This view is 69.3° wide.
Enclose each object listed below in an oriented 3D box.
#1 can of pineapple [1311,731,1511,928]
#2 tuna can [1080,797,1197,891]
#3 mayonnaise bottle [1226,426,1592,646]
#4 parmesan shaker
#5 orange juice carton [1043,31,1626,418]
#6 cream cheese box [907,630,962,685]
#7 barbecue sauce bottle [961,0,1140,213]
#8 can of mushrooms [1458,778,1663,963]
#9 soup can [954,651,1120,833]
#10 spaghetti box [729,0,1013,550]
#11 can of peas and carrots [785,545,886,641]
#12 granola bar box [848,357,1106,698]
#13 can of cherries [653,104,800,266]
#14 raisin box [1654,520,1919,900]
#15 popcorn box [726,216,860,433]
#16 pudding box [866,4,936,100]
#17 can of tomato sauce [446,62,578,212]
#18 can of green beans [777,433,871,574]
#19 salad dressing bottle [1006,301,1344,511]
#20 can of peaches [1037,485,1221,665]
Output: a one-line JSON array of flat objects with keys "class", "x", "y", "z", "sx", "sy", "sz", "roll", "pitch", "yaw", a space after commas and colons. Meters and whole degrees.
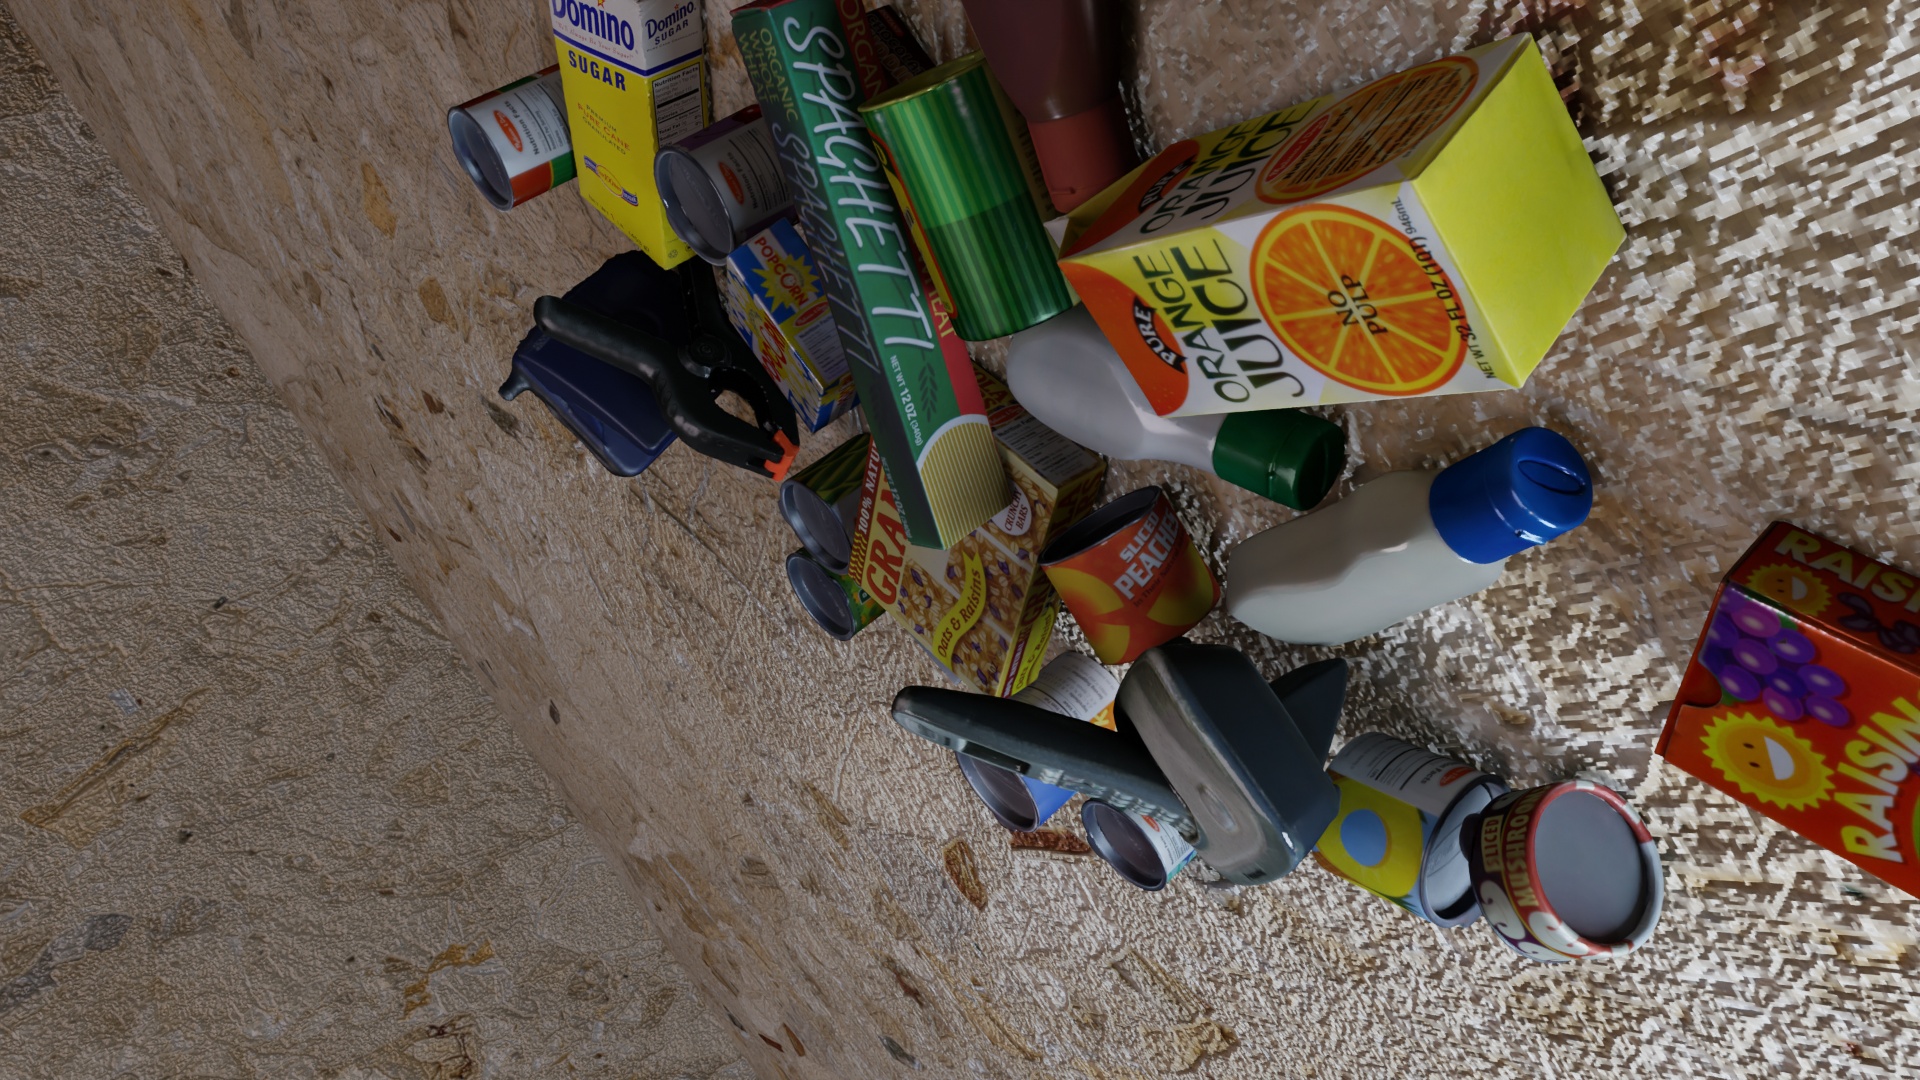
[{"class": "can of pineapple", "x": 0.189, "y": 0.122, "z": 0.586, "sx": 0.058, "sy": 0.071, "sz": 0.070, "roll": 20, "pitch": 137, "yaw": 49}, {"class": "tuna can", "x": 0.104, "y": 0.169, "z": 0.814, "sx": 0.071, "sy": 0.033, "sz": 0.070, "roll": 38, "pitch": 149, "yaw": 28}, {"class": "mayonnaise bottle", "x": 0.161, "y": 0.002, "z": 0.507, "sx": 0.065, "sy": 0.041, "sz": 0.147, "roll": 16, "pitch": 156, "yaw": -19}, {"class": "parmesan shaker", "x": 0.008, "y": -0.140, "z": 0.566, "sx": 0.071, "sy": 0.071, "sz": 0.102, "roll": 9, "pitch": 129, "yaw": 54}, {"class": "orange juice carton", "x": 0.103, "y": -0.092, "z": 0.457, "sx": 0.071, "sy": 0.073, "sz": 0.192, "roll": 52, "pitch": 155, "yaw": -23}, {"class": "cream cheese box", "x": 0.000, "y": 0.046, "z": 0.846, "sx": 0.053, "sy": 0.024, "sz": 0.103, "roll": 47, "pitch": 152, "yaw": 10}, {"class": "barbecue sauce bottle", "x": 0.030, "y": -0.193, "z": 0.501, "sx": 0.065, "sy": 0.044, "sz": 0.148, "roll": 13, "pitch": 133, "yaw": 46}, {"class": "can of mushrooms", "x": 0.228, "y": 0.124, "z": 0.527, "sx": 0.071, "sy": 0.071, "sz": 0.033, "roll": 53, "pitch": 152, "yaw": 2}, {"class": "soup can", "x": 0.049, "y": 0.114, "z": 0.781, "sx": 0.071, "sy": 0.084, "sz": 0.071, "roll": 38, "pitch": 149, "yaw": 28}, {"class": "spaghetti box", "x": -0.034, "y": -0.114, "z": 0.607, "sx": 0.028, "sy": 0.050, "sz": 0.249, "roll": 11, "pitch": 127, "yaw": 46}, {"class": "can of peas and carrots", "x": -0.068, "y": 0.020, "z": 0.885, "sx": 0.071, "sy": 0.059, "sz": 0.070, "roll": 37, "pitch": 148, "yaw": 28}, {"class": "granola bar box", "x": 0.003, "y": -0.009, "z": 0.733, "sx": 0.124, "sy": 0.039, "sz": 0.164, "roll": 40, "pitch": 140, "yaw": 25}, {"class": "can of cherries", "x": -0.118, "y": -0.186, "z": 0.727, "sx": 0.071, "sy": 0.058, "sz": 0.071, "roll": 38, "pitch": 150, "yaw": 27}, {"class": "raisin box", "x": 0.279, "y": 0.059, "z": 0.404, "sx": 0.123, "sy": 0.040, "sz": 0.085, "roll": 33, "pitch": 147, "yaw": 36}, {"class": "popcorn box", "x": -0.087, "y": -0.112, "z": 0.751, "sx": 0.085, "sy": 0.038, "sz": 0.126, "roll": 55, "pitch": 169, "yaw": 0}, {"class": "pudding box", "x": -0.041, "y": -0.193, "z": 0.627, "sx": 0.049, "sy": 0.030, "sz": 0.083, "roll": 53, "pitch": 153, "yaw": 3}, {"class": "can of tomato sauce", "x": -0.259, "y": -0.248, "z": 0.850, "sx": 0.071, "sy": 0.083, "sz": 0.070, "roll": 38, "pitch": 149, "yaw": 28}, {"class": "can of green beans", "x": -0.065, "y": -0.023, "z": 0.832, "sx": 0.071, "sy": 0.058, "sz": 0.071, "roll": 38, "pitch": 149, "yaw": 28}, {"class": "salad dressing bottle", "x": 0.086, "y": -0.055, "z": 0.574, "sx": 0.148, "sy": 0.044, "sz": 0.064, "roll": 29, "pitch": 144, "yaw": 37}, {"class": "can of peaches", "x": 0.079, "y": 0.016, "z": 0.639, "sx": 0.058, "sy": 0.071, "sz": 0.071, "roll": 58, "pitch": 153, "yaw": -9}]
